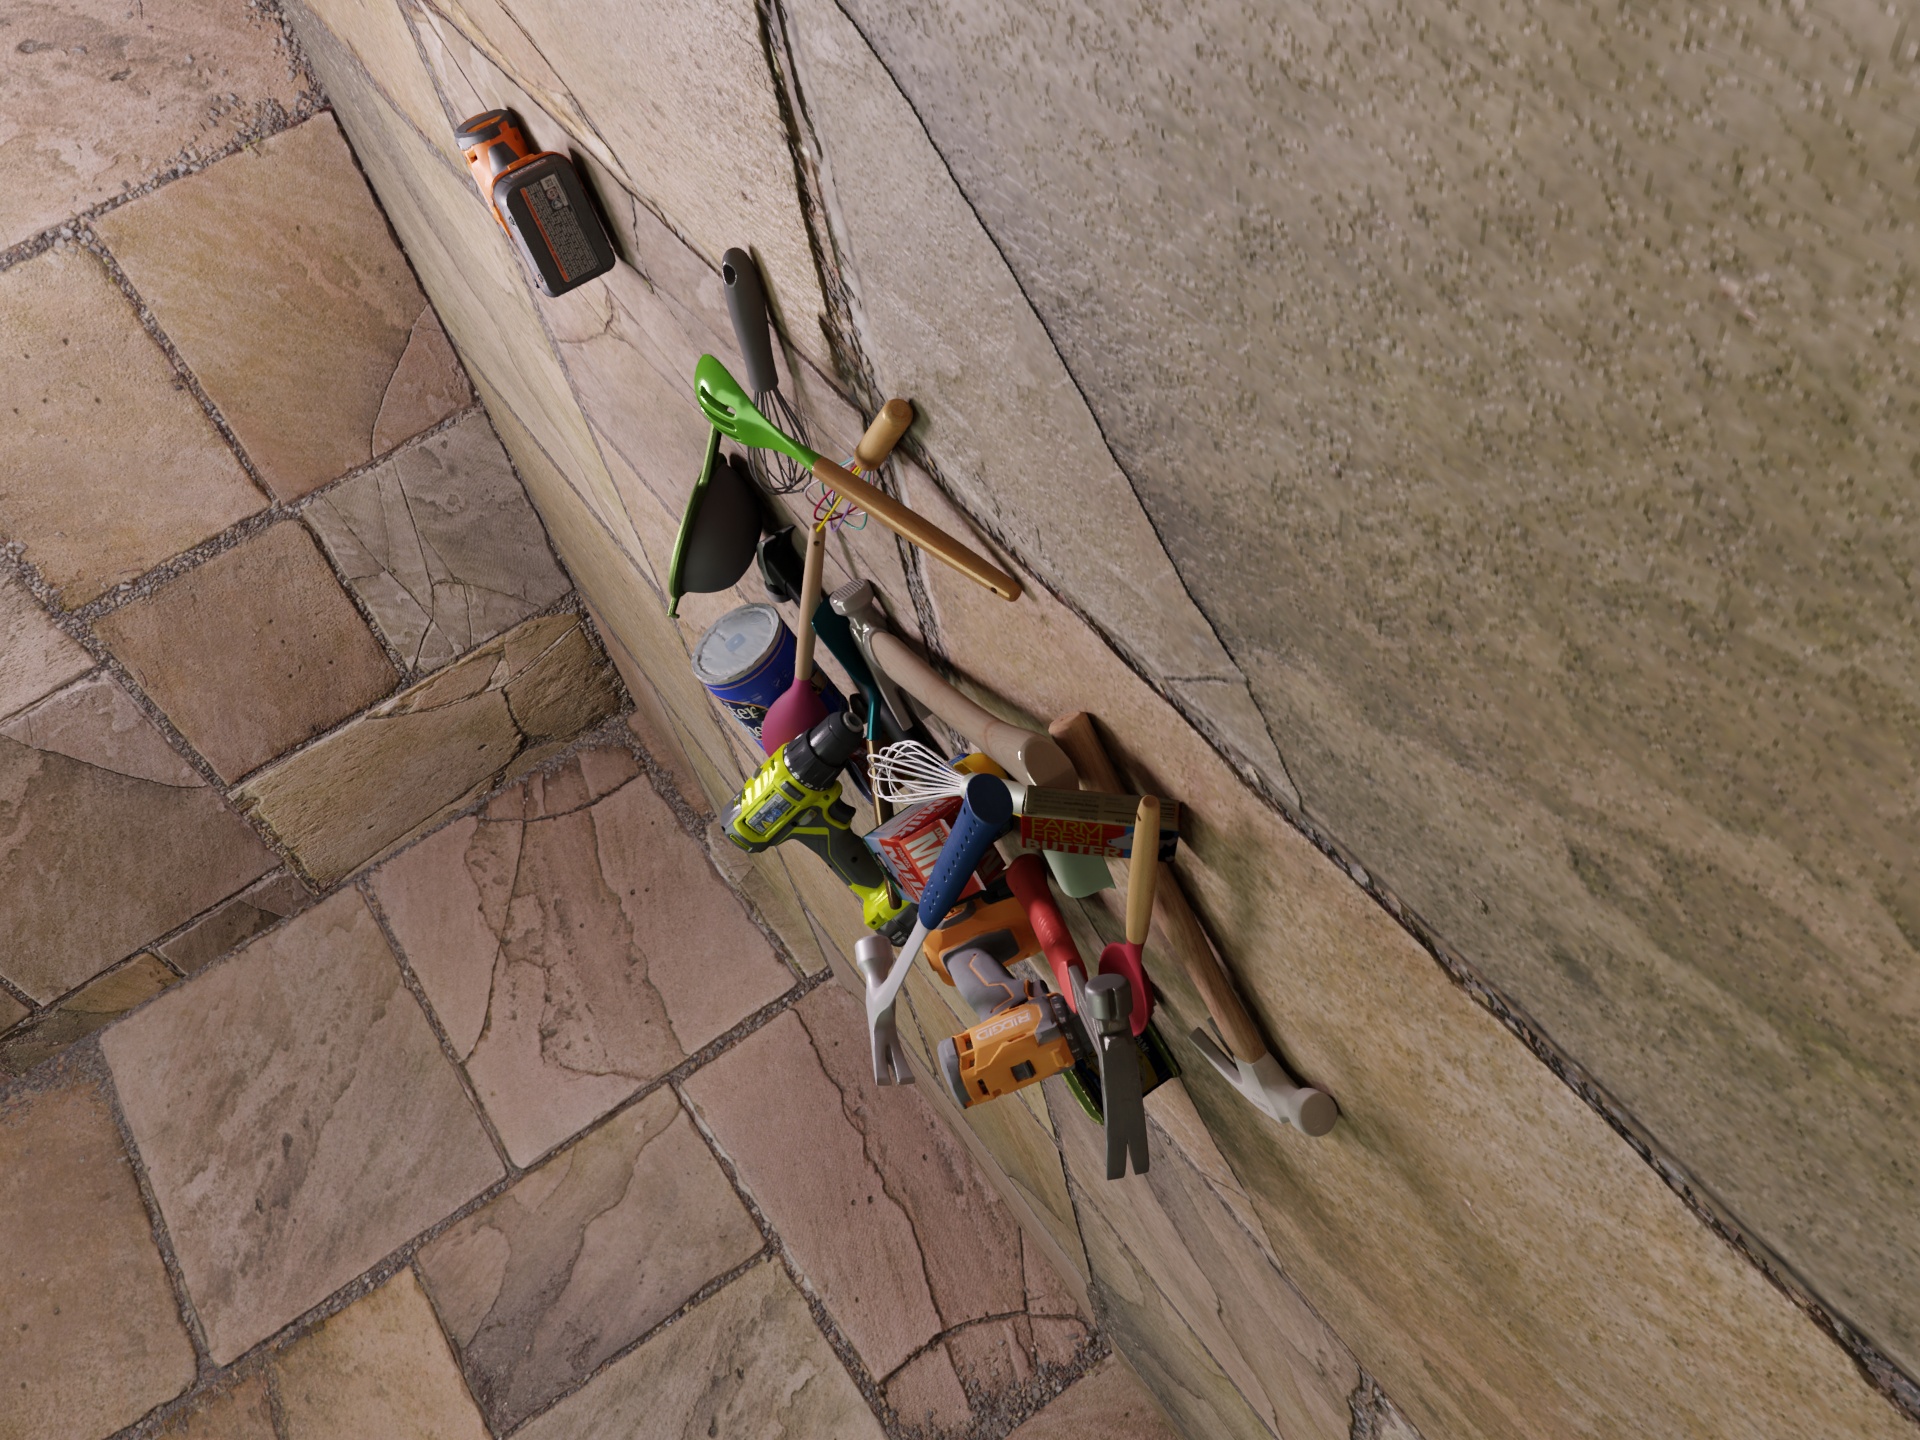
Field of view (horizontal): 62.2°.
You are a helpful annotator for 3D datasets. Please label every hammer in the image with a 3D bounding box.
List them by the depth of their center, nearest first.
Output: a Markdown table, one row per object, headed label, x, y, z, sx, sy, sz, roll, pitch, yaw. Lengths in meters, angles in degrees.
| label | x | y | z | sx | sy | sz | roll | pitch | yaw |
| --- | --- | --- | --- | --- | --- | --- | --- | --- | --- |
| hammer | 0.151 | 0.140 | 1.117 | 0.331 | 0.031 | 0.130 | 60 | 165 | -10 |
| hammer | 0.085 | 0.200 | 1.243 | 0.359 | 0.036 | 0.149 | -116 | 19 | -71 |
| hammer | -0.002 | -0.004 | 1.247 | 0.146 | 0.038 | 0.411 | 63 | 169 | -25 |
| hammer | -0.026 | 0.167 | 1.282 | 0.405 | 0.035 | 0.144 | 114 | 151 | -55 |
| hammer | -0.096 | -0.047 | 1.532 | 0.335 | 0.035 | 0.146 | 53 | 166 | 17 |

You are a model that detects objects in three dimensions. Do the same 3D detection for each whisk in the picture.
| label | x | y | z | sx | sy | sz | roll | pitch | yaw |
| --- | --- | --- | --- | --- | --- | --- | --- | --- | --- |
| whisk | -0.073 | -0.181 | 1.158 | 0.051 | 0.047 | 0.245 | 59 | 162 | -1 |
| whisk | -0.156 | -0.268 | 1.249 | 0.055 | 0.055 | 0.238 | 47 | 158 | 35 |
| whisk | 0.004 | 0.055 | 1.311 | 0.246 | 0.058 | 0.059 | 11 | 158 | 50 |

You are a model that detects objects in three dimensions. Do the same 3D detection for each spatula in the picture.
| label | x | y | z | sx | sy | sz | roll | pitch | yaw |
| --- | --- | --- | --- | --- | --- | --- | --- | --- | --- |
| spatula | -0.087 | 0.038 | 1.481 | 0.082 | 0.044 | 0.317 | -64 | -29 | -62 |

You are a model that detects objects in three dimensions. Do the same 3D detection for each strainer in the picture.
| label | x | y | z | sx | sy | sz | roll | pitch | yaw |
| --- | --- | --- | --- | --- | --- | --- | --- | --- | --- |
| strainer | -0.221 | -0.214 | 1.535 | 0.069 | 0.152 | 0.256 | 19 | 143 | -4 |

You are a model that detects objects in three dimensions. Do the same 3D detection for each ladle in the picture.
| label | x | y | z | sx | sy | sz | roll | pitch | yaw |
| --- | --- | --- | --- | --- | --- | --- | --- | --- | --- |
| ladle | 0.120 | 0.135 | 1.090 | 0.315 | 0.031 | 0.069 | 86 | 160 | -57 |

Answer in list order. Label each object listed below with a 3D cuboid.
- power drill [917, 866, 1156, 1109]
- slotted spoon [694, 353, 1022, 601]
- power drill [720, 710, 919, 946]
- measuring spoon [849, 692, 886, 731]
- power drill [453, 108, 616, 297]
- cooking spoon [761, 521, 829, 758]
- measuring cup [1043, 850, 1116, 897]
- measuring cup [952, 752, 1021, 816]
| label | x | y | z | sx | sy | sz | roll | pitch | yaw |
| --- | --- | --- | --- | --- | --- | --- | --- | --- | --- |
| power drill | 0.060 | 0.223 | 1.390 | 0.226 | 0.185 | 0.084 | -109 | -4 | -59 |
| slotted spoon | -0.081 | -0.167 | 1.114 | 0.314 | 0.031 | 0.070 | 35 | 155 | 22 |
| power drill | -0.101 | 0.105 | 1.578 | 0.228 | 0.190 | 0.080 | 39 | -148 | -14 |
| measuring spoon | -0.076 | -0.003 | 1.609 | 0.124 | 0.018 | 0.034 | 25 | 133 | 53 |
| power drill | -0.413 | -0.493 | 1.554 | 0.227 | 0.084 | 0.164 | 47 | 164 | 49 |
| cooking spoon | -0.147 | -0.060 | 1.497 | 0.318 | 0.068 | 0.017 | 102 | 169 | -45 |
| measuring cup | 0.080 | 0.098 | 1.194 | 0.167 | 0.038 | 0.083 | 77 | 167 | -81 |
| measuring cup | 0.050 | 0.062 | 1.319 | 0.157 | 0.029 | 0.062 | 15 | 133 | 52 |
